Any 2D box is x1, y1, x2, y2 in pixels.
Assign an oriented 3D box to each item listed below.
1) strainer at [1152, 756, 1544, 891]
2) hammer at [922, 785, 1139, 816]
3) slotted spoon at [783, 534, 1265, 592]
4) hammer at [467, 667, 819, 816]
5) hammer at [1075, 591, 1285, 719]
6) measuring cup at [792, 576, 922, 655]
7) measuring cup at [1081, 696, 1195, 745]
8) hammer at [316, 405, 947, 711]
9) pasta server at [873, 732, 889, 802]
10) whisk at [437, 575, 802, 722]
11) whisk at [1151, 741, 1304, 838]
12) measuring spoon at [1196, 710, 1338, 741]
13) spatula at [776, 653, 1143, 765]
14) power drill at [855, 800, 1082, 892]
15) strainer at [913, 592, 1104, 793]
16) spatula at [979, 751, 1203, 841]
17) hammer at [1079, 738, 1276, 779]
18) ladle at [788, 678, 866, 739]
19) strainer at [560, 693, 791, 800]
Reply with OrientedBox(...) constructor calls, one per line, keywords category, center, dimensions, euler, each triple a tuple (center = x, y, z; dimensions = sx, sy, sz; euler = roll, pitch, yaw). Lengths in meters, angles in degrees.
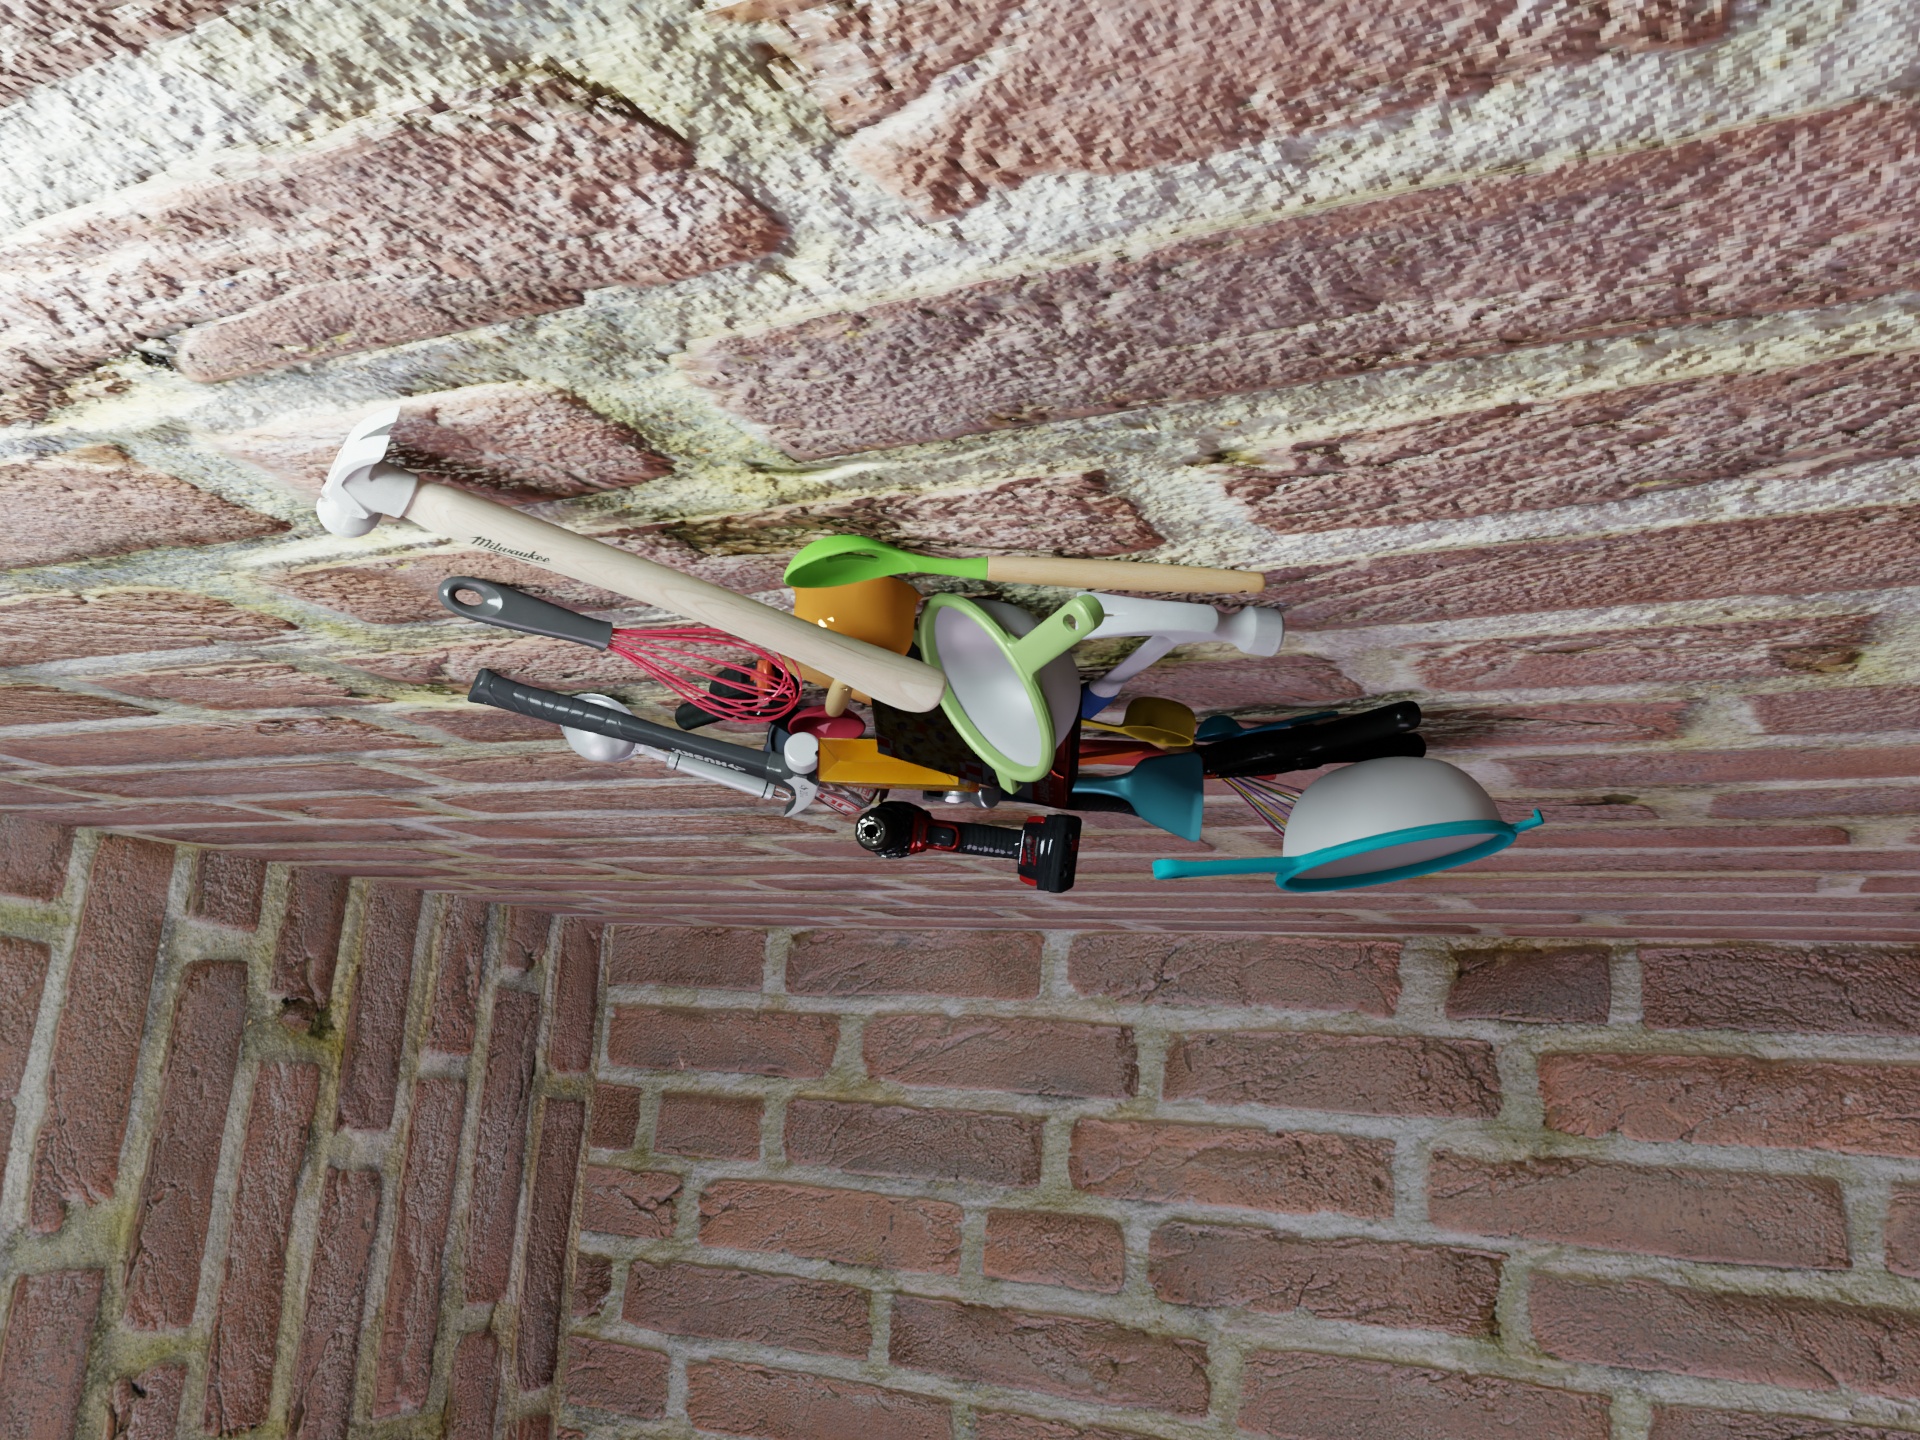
OrientedBox(category="strainer", center=(0.317, 0.086, 1.394), dimensions=(0.340, 0.095, 0.211), euler=(-2, 162, -20))
OrientedBox(category="hammer", center=(0.091, 0.081, 1.694), dimensions=(0.128, 0.033, 0.330), euler=(4, 178, 45))
OrientedBox(category="slotted spoon", center=(0.043, -0.098, 1.036), dimensions=(0.313, 0.031, 0.070), euler=(3, 167, -3))
OrientedBox(category="hammer", center=(-0.286, 0.013, 1.444), dimensions=(0.335, 0.035, 0.146), euler=(15, 157, 2))
OrientedBox(category="hammer", center=(0.114, -0.031, 1.283), dimensions=(0.144, 0.035, 0.405), euler=(6, 167, -11))
OrientedBox(category="measuring cup", center=(-0.081, -0.059, 1.174), dimensions=(0.095, 0.052, 0.173), euler=(5, 165, -6))
OrientedBox(category="measuring cup", center=(0.111, -0.009, 1.262), dimensions=(0.156, 0.029, 0.062), euler=(11, 169, 19))
OrientedBox(category="hammer", center=(-0.185, -0.086, 1.002), dimensions=(0.410, 0.038, 0.146), euler=(20, 160, -26))
OrientedBox(category="pasta server", center=(-0.081, 0.026, 1.579), dimensions=(0.060, 0.040, 0.316), euler=(29, 164, 0))
OrientedBox(category="whisk", center=(-0.254, -0.058, 1.225), dimensions=(0.295, 0.073, 0.073), euler=(17, 162, -28))
OrientedBox(category="whisk", center=(0.261, 0.056, 1.490), dimensions=(0.244, 0.047, 0.051), euler=(29, 156, -19))
OrientedBox(category="measuring spoon", center=(0.272, -0.002, 1.418), dimensions=(0.128, 0.021, 0.042), euler=(-12, 168, 22))
OrientedBox(category="spatula", center=(-0.002, -0.004, 1.361), dimensions=(0.322, 0.041, 0.081), euler=(20, 166, -13))
OrientedBox(category="power drill", center=(0.005, 0.125, 1.660), dimensions=(0.227, 0.080, 0.188), euler=(7, 178, 10))
OrientedBox(category="strainer", center=(0.056, -0.049, 1.098), dimensions=(0.069, 0.151, 0.256), euler=(-31, 178, -25))
OrientedBox(category="spatula", center=(0.075, 0.058, 1.496), dimensions=(0.317, 0.082, 0.044), euler=(3, -170, 19))
OrientedBox(category="hammer", center=(0.124, 0.028, 1.533), dimensions=(0.359, 0.037, 0.149), euler=(3, 167, 7))
OrientedBox(category="ladle", center=(-0.103, -0.012, 1.300), dimensions=(0.069, 0.031, 0.315), euler=(1, 173, -7))
OrientedBox(category="strainer", center=(-0.287, 0.036, 1.547), dimensions=(0.258, 0.050, 0.086), euler=(19, 132, -11))
